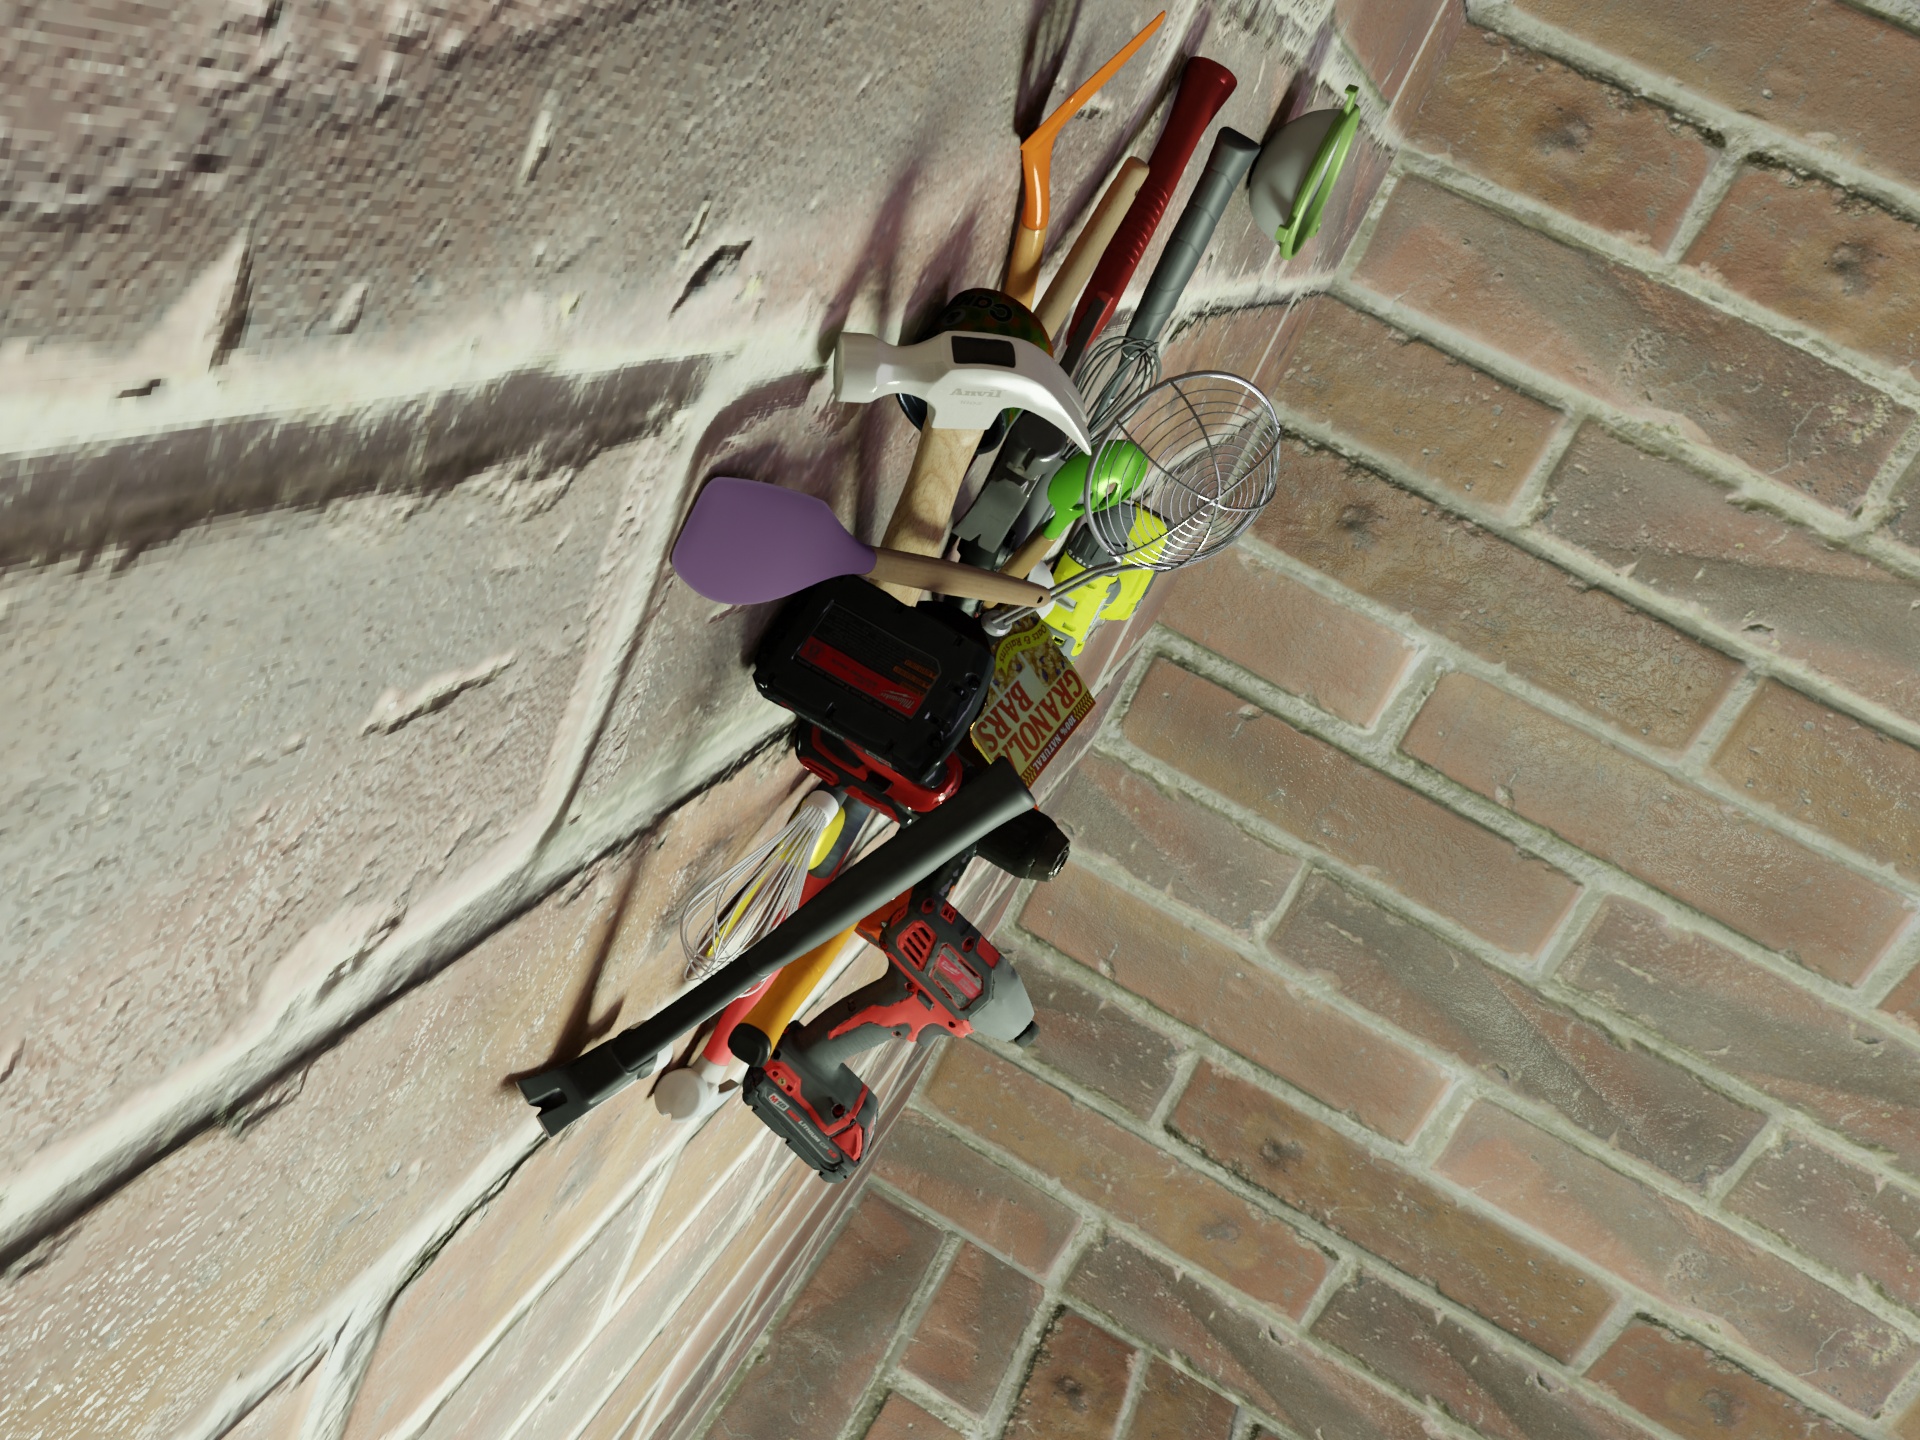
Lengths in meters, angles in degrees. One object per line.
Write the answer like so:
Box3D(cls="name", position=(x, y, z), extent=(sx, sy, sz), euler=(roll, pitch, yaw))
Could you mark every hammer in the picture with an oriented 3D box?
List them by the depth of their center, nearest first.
Box3D(cls="hammer", position=(-0.097, 0.121, 0.853), extent=(0.334, 0.035, 0.146), euler=(-36, 174, 19))
Box3D(cls="hammer", position=(-0.021, -0.105, 0.862), extent=(0.331, 0.130, 0.031), euler=(118, -30, -66))
Box3D(cls="hammer", position=(0.093, -0.276, 1.006), extent=(0.359, 0.036, 0.149), euler=(-65, -174, -20))
Box3D(cls="hammer", position=(0.122, -0.268, 1.191), extent=(0.149, 0.036, 0.408), euler=(-52, 174, -38))
Box3D(cls="hammer", position=(-0.083, 0.142, 1.198), extent=(0.127, 0.034, 0.337), euler=(-64, 173, 33))
Box3D(cls="hammer", position=(-0.112, 0.127, 1.228), extent=(0.386, 0.038, 0.143), euler=(-61, 172, -2))

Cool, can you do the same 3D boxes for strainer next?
Box3D(cls="strainer", position=(0.028, -0.057, 1.449), extent=(0.258, 0.050, 0.087), euler=(-60, -174, 15))
Box3D(cls="strainer", position=(0.327, -0.524, 1.561), extent=(0.151, 0.069, 0.256), euler=(-64, 171, 8))

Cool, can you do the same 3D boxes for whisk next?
Box3D(cls="whisk", position=(-0.108, 0.078, 1.059), extent=(0.285, 0.070, 0.070), euler=(-58, 172, -51))
Box3D(cls="whisk", position=(0.076, -0.195, 1.174), extent=(0.055, 0.055, 0.239), euler=(-52, 180, -45))

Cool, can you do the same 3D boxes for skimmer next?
Box3D(cls="skimmer", position=(0.060, -0.109, 1.041), extent=(0.363, 0.127, 0.090), euler=(-25, -122, 52))

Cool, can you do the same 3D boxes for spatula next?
Box3D(cls="spatula", position=(-0.035, -0.076, 0.801), extent=(0.315, 0.018, 0.059), euler=(2, 120, -58))
Box3D(cls="spatula", position=(0.045, -0.258, 0.893), extent=(0.081, 0.041, 0.322), euler=(-49, 168, -24))

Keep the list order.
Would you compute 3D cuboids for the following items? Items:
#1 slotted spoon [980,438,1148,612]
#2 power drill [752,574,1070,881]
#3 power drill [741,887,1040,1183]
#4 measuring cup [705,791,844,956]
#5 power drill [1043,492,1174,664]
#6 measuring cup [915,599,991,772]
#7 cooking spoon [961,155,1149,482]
Box3D(cls="slotted spoon", position=(0.062, -0.133, 1.194), extent=(0.313, 0.070, 0.031), euler=(139, -58, -68))
Box3D(cls="power drill", position=(-0.022, 0.018, 0.929), extent=(0.080, 0.188, 0.226), euler=(-57, 166, -15))
Box3D(cls="power drill", position=(-0.050, 0.246, 1.225), extent=(0.219, 0.143, 0.078), euler=(-44, -176, 15))
Box3D(cls="measuring cup", position=(-0.127, 0.112, 1.114), extent=(0.157, 0.029, 0.062), euler=(-56, 170, -39))
Box3D(cls="power drill", position=(0.155, -0.167, 1.700), extent=(0.190, 0.080, 0.228), euler=(-65, 168, 24))
Box3D(cls="measuring cup", position=(-0.002, -0.003, 1.071), extent=(0.095, 0.173, 0.052), euler=(-23, -155, 18))
Box3D(cls="cooking spoon", position=(0.023, -0.189, 0.939), extent=(0.318, 0.017, 0.069), euler=(-56, 175, 34))
